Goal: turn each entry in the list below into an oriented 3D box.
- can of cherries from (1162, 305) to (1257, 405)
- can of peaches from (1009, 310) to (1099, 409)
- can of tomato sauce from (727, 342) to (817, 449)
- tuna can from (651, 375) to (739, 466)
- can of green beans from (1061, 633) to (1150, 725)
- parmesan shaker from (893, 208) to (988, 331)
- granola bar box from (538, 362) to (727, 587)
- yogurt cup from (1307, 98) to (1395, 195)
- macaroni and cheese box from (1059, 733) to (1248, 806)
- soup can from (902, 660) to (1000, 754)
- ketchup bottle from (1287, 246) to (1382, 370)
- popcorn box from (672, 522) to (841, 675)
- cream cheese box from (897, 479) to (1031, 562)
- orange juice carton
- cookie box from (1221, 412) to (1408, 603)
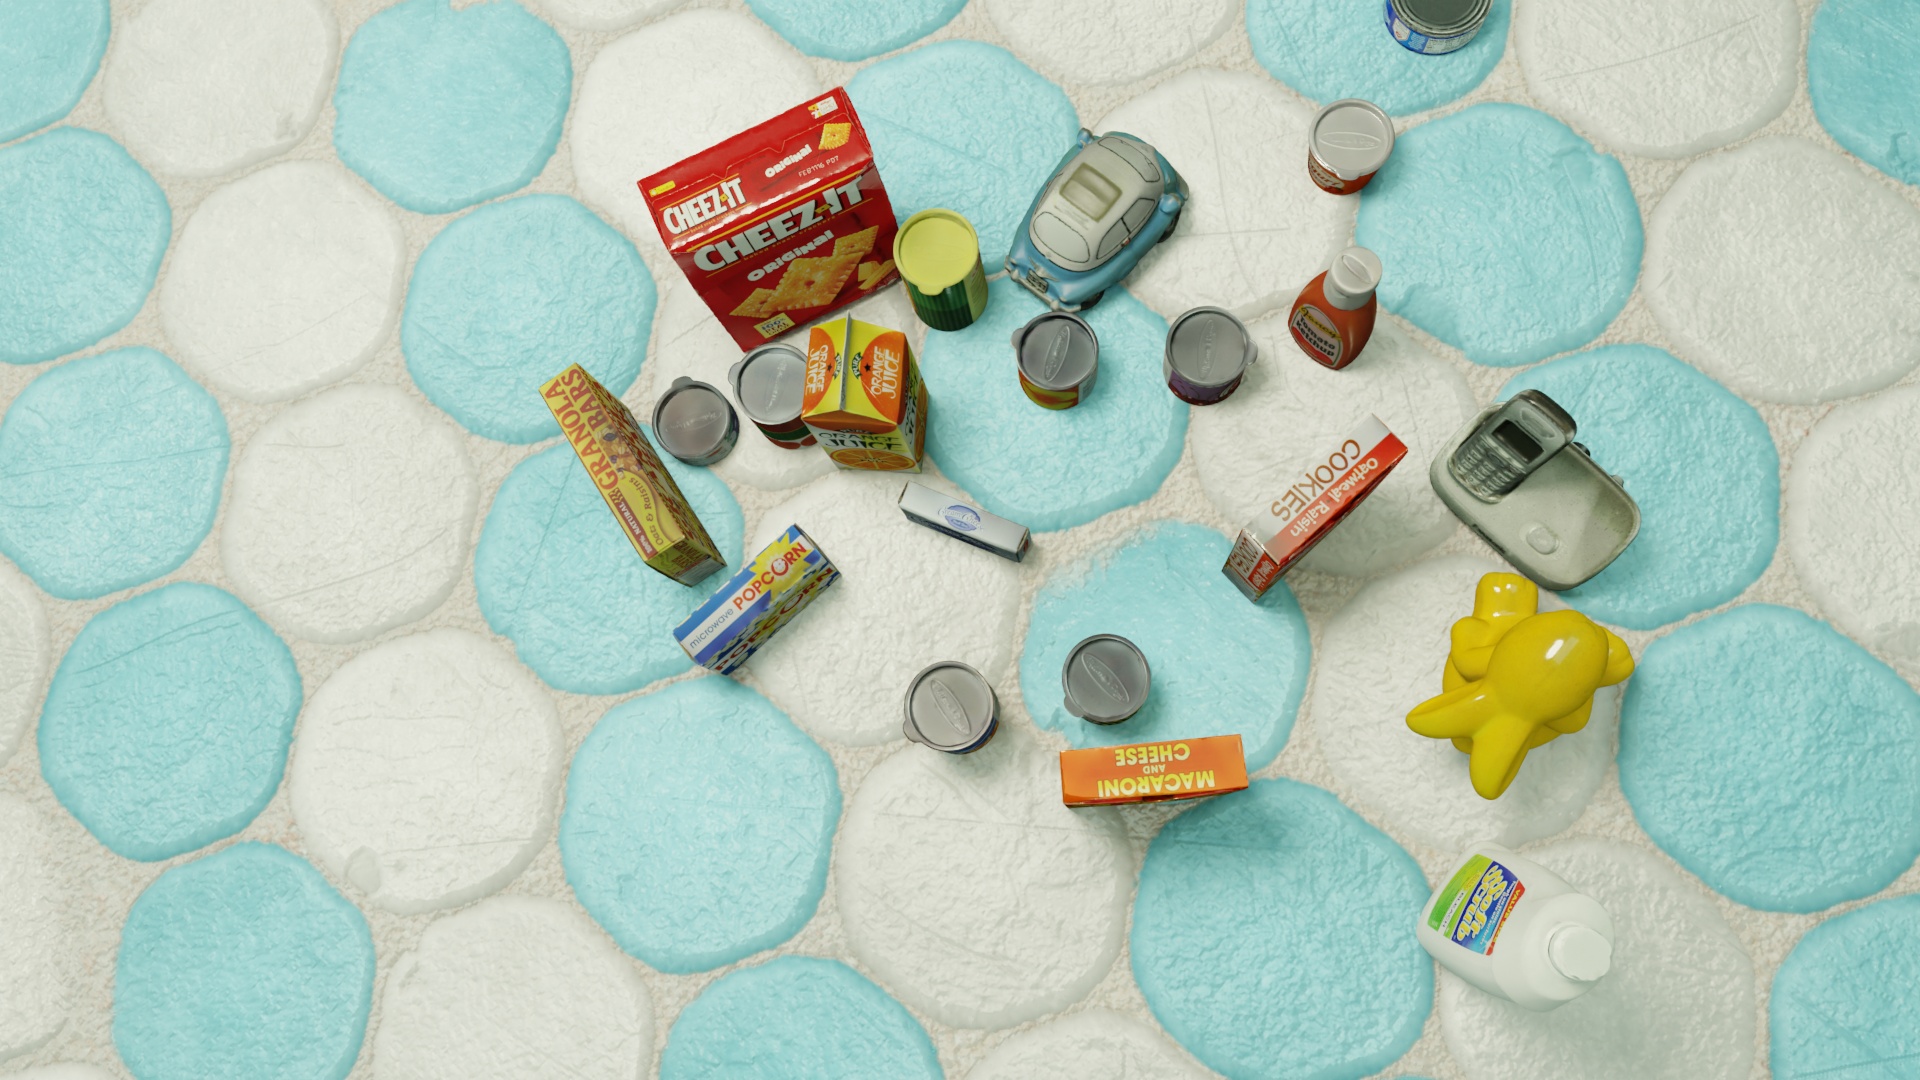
[{"bbox_3d":[0.198,-0.145,1.106,0.071,0.058,0.071,-1,78,5],"label":"can of cherries"},{"bbox_3d":[0.076,-0.145,1.117,0.071,0.058,0.071,-1,78,5],"label":"can of peaches"},{"bbox_3d":[-0.143,-0.114,1.118,0.071,0.083,0.071,-1,79,5],"label":"can of tomato sauce"},{"bbox_3d":[-0.219,-0.098,1.147,0.071,0.032,0.071,-1,78,5],"label":"tuna can"},{"bbox_3d":[0.111,0.107,1.061,0.071,0.057,0.071,-1,78,5],"label":"can of green beans"},{"bbox_3d":[-0.015,-0.212,1.116,0.071,0.103,0.071,-1,79,5],"label":"parmesan shaker"},{"bbox_3d":[-0.256,-0.047,1.093,0.039,0.124,0.166,-34,78,-2],"label":"granola bar box"},{"bbox_3d":[0.315,-0.318,1.134,0.072,0.054,0.072,-1,78,5],"label":"yogurt cup"},{"bbox_3d":[0.134,0.167,0.991,0.124,0.166,0.040,-6,78,4],"label":"macaroni and cheese box"},{"bbox_3d":[-0.007,0.130,1.054,0.071,0.083,0.071,-1,79,5],"label":"soup can"},{"bbox_3d":[0.289,-0.180,1.059,0.043,0.148,0.065,-44,78,-4],"label":"ketchup bottle"},{"bbox_3d":[-0.157,0.048,1.084,0.127,0.085,0.038,-42,78,-4],"label":"popcorn box"},{"bbox_3d":[0.004,-0.014,1.099,0.104,0.053,0.024,22,82,9],"label":"cream cheese box"},{"bbox_3d":[-0.072,-0.109,1.054,0.073,0.192,0.072,4,79,6],"label":"orange juice carton"},{"bbox_3d":[0.256,-0.019,1.019,0.123,0.167,0.040,-42,78,-4],"label":"cookie box"}]
